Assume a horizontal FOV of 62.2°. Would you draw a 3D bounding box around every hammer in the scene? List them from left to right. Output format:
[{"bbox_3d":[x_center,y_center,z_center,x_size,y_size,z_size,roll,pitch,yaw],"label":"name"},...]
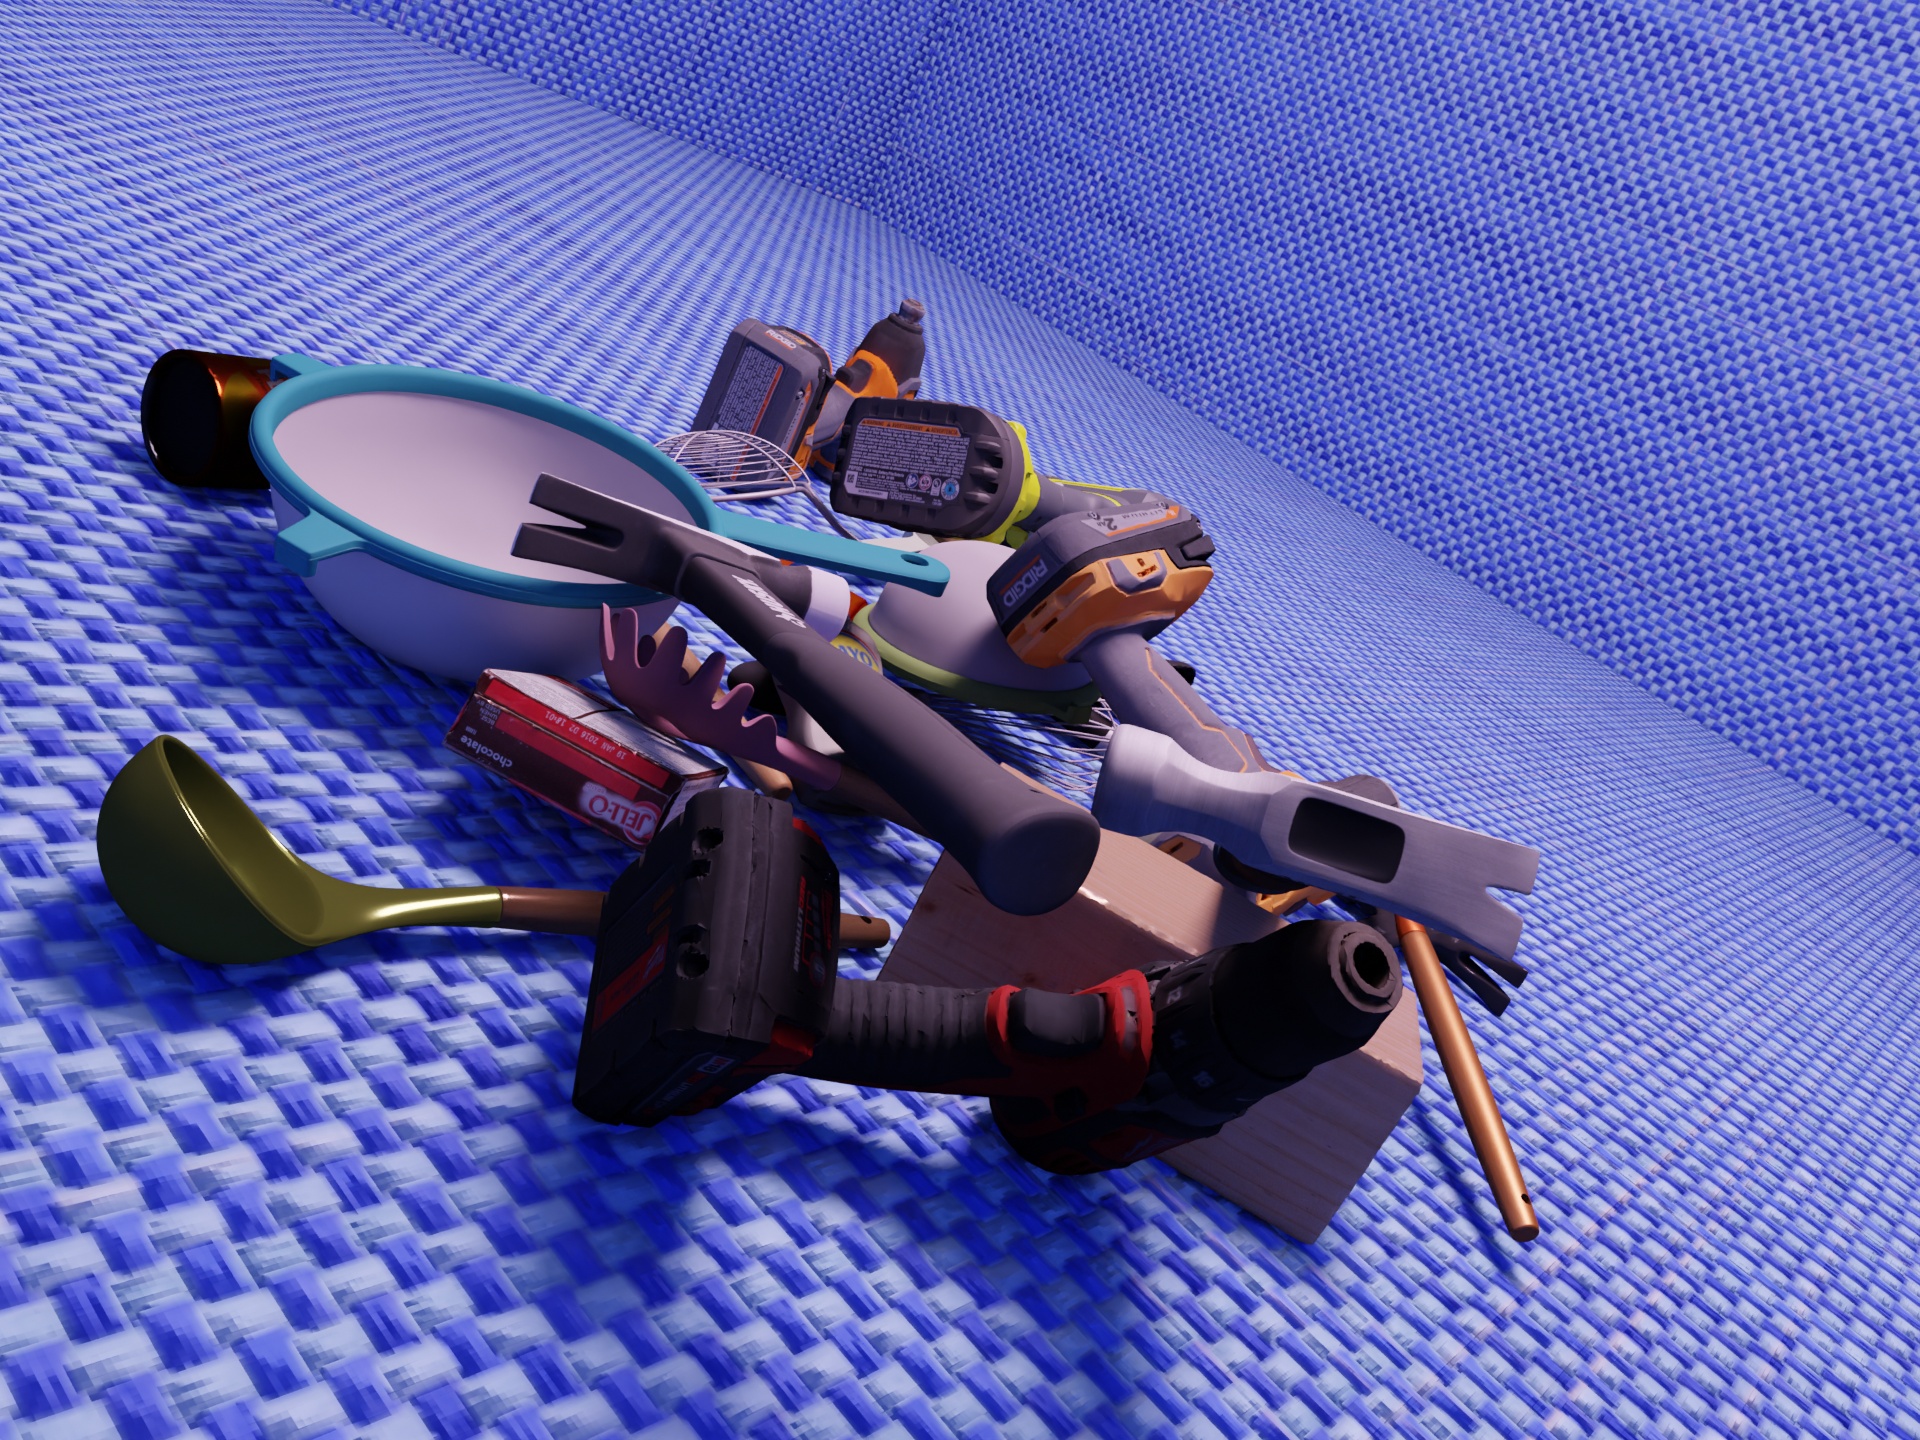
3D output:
[{"bbox_3d":[-0.053,-0.018,0.538,0.146,0.035,0.335,18,10,-30],"label":"hammer"},{"bbox_3d":[0.119,0.048,0.579,0.128,0.033,0.331,17,-4,9],"label":"hammer"},{"bbox_3d":[0.199,0.134,0.864,0.127,0.034,0.336,38,22,30],"label":"hammer"}]

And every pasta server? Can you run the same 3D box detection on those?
[{"bbox_3d":[-0.037,0.027,0.735,0.316,0.040,0.060,27,-9,-39],"label":"pasta server"}]

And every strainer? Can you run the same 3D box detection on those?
[{"bbox_3d":[-0.168,-0.069,0.770,0.340,0.095,0.211,9,30,-29],"label":"strainer"},{"bbox_3d":[0.030,-0.080,0.963,0.151,0.069,0.256,18,22,7],"label":"strainer"}]

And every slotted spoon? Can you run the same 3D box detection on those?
[{"bbox_3d":[-0.169,-0.053,0.861,0.070,0.031,0.314,10,27,-45],"label":"slotted spoon"}]

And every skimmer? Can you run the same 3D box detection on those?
[{"bbox_3d":[-0.060,-0.073,1.047,0.363,0.090,0.127,38,15,-1],"label":"skimmer"}]

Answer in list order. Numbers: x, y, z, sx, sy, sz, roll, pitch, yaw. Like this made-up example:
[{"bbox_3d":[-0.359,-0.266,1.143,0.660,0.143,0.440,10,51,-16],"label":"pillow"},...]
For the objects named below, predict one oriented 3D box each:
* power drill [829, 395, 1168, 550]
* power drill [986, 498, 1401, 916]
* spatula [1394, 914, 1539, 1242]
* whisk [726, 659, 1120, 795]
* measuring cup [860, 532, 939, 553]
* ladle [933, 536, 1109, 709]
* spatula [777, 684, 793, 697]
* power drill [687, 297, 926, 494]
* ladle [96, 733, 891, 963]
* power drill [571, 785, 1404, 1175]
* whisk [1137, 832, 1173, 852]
[{"bbox_3d":[0.022,-0.148,1.058,0.171,0.080,0.223,14,3,34],"label":"power drill"},{"bbox_3d":[0.133,-0.004,0.839,0.185,0.084,0.226,-15,70,-45],"label":"power drill"},{"bbox_3d":[0.237,0.138,0.828,0.081,0.041,0.323,24,31,-18],"label":"spatula"},{"bbox_3d":[-0.001,-0.004,0.913,0.284,0.070,0.070,9,26,-30],"label":"whisk"},{"bbox_3d":[-0.038,-0.114,1.170,0.083,0.038,0.167,40,28,25],"label":"measuring cup"},{"bbox_3d":[0.027,-0.098,1.131,0.069,0.031,0.316,4,34,-48],"label":"ladle"},{"bbox_3d":[0.037,0.048,0.795,0.315,0.018,0.060,29,-11,-35],"label":"spatula"},{"bbox_3d":[-0.105,-0.258,1.250,0.084,0.164,0.226,34,23,15],"label":"power drill"},{"bbox_3d":[-0.141,0.060,0.576,0.320,0.062,0.078,12,25,-44],"label":"ladle"},{"bbox_3d":[0.008,0.092,0.516,0.226,0.188,0.080,17,58,-24],"label":"power drill"},{"bbox_3d":[0.126,0.073,0.911,0.246,0.059,0.058,4,-7,-41],"label":"whisk"}]
